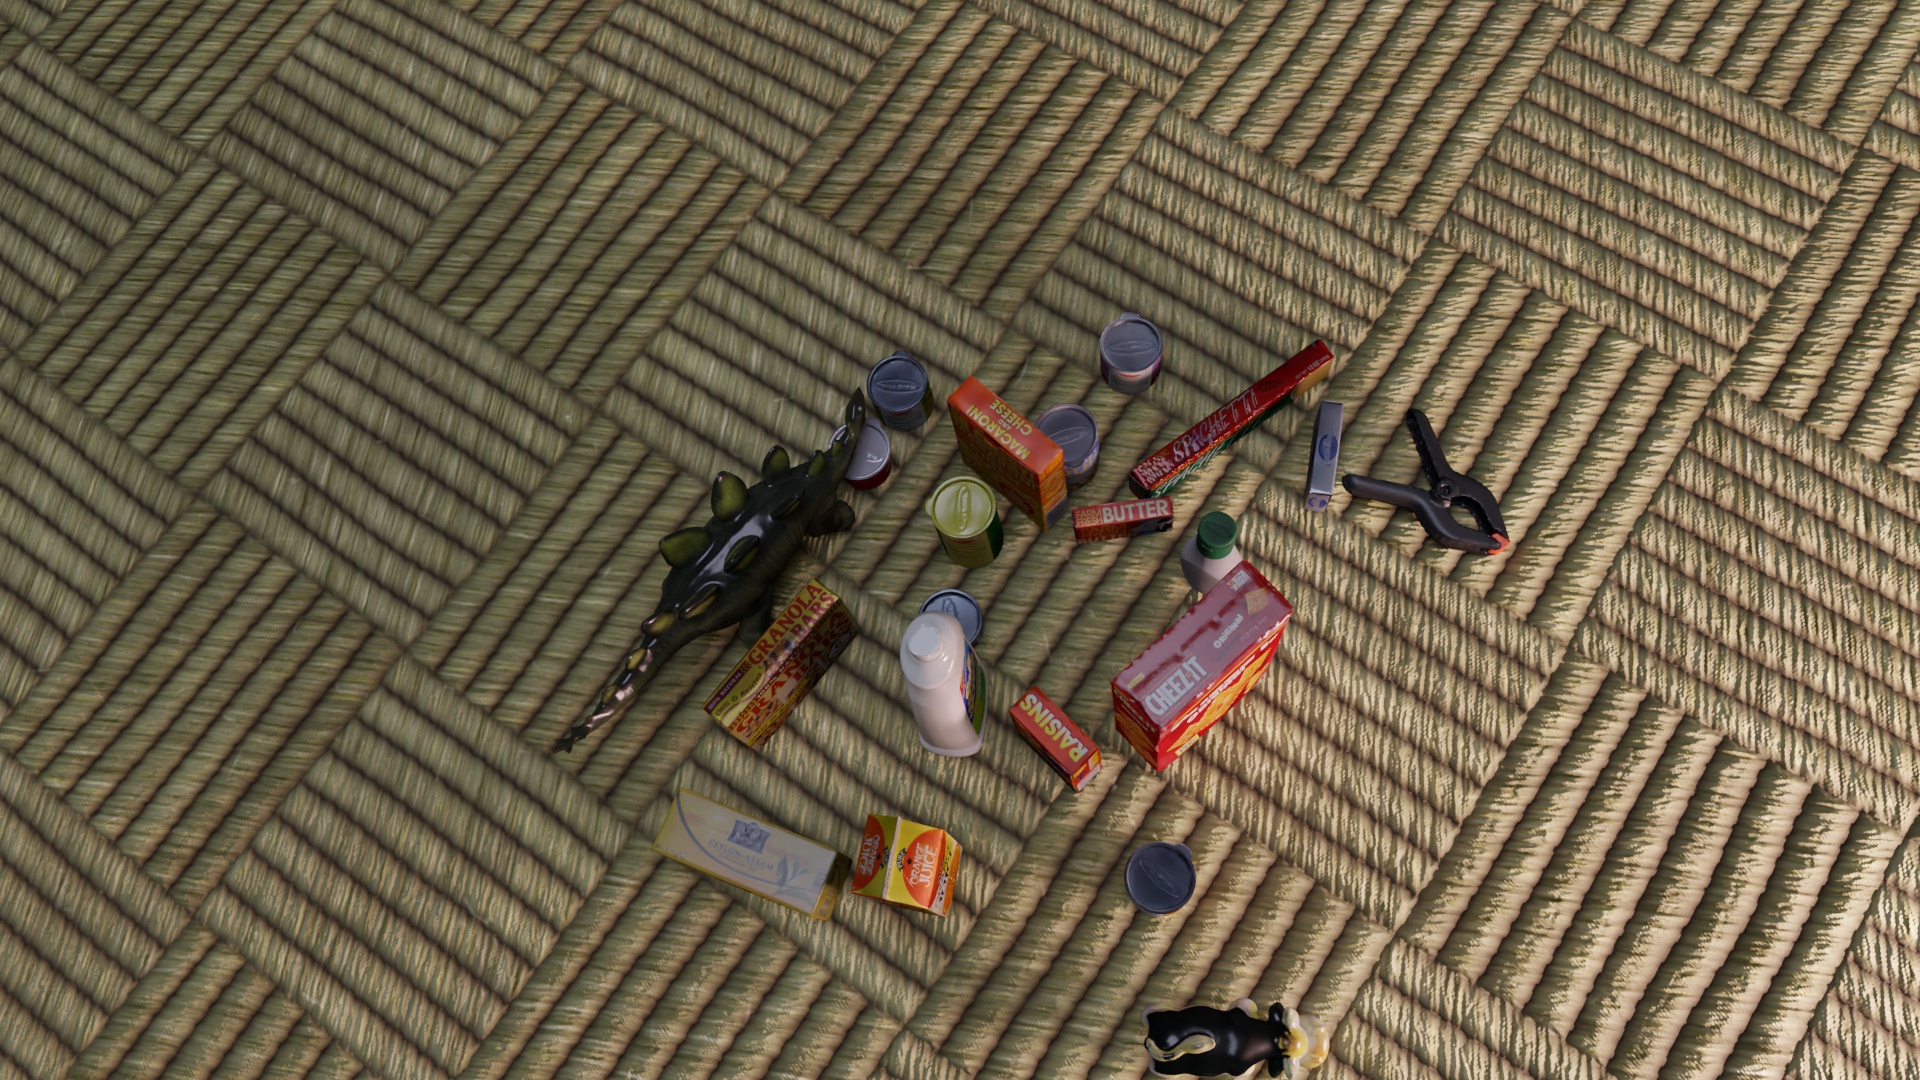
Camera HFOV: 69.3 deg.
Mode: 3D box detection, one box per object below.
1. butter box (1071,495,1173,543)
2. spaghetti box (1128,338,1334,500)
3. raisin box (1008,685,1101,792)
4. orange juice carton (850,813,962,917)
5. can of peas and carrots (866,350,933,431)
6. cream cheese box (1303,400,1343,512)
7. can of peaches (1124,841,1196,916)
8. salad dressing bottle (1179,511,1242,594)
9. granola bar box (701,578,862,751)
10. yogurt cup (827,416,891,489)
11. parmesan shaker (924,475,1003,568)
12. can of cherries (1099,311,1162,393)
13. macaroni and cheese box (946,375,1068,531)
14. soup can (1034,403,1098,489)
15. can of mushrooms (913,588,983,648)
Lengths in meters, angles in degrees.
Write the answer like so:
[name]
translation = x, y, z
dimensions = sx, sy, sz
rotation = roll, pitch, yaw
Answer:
[butter box]
translation = 0.167, -0.021, 1.431
dimensions = 0.103, 0.053, 0.024
rotation = -8, 71, 4
[spaghetti box]
translation = 0.283, -0.123, 1.454
dimensions = 0.250, 0.050, 0.029
rotation = -35, 71, -6
[raisin box]
translation = 0.091, 0.191, 1.330
dimensions = 0.040, 0.123, 0.086
rotation = -43, 72, -8
[orange juice carton]
translation = -0.049, 0.298, 1.272
dimensions = 0.073, 0.192, 0.072
rotation = 10, 73, 10
[can of peas and carrots]
translation = -0.064, -0.161, 1.502
dimensions = 0.071, 0.058, 0.071
rotation = -2, 71, 6
[cream cheese box]
translation = 0.374, -0.086, 1.430
dimensions = 0.024, 0.053, 0.104
rotation = 9, 73, 9
[can of peaches]
translation = 0.189, 0.318, 1.310
dimensions = 0.071, 0.058, 0.071
rotation = -2, 71, 6
[salad dressing bottle]
translation = 0.248, 0.013, 1.360
dimensions = 0.064, 0.147, 0.044
rotation = 33, 78, 15
[granola bar box]
translation = -0.175, 0.125, 1.382
dimensions = 0.039, 0.124, 0.166
rotation = 37, 79, 16
[yogurt cup]
translation = -0.104, -0.088, 1.484
dimensions = 0.072, 0.053, 0.072
rotation = -2, 71, 6
[parmesan shaker]
translation = 0.005, -0.018, 1.422
dimensions = 0.071, 0.103, 0.071
rotation = -2, 71, 6
[can of cherries]
translation = 0.183, -0.200, 1.488
dimensions = 0.071, 0.058, 0.071
rotation = -2, 71, 6
[macaroni and cheese box]
translation = 0.050, -0.084, 1.406
dimensions = 0.124, 0.166, 0.040
rotation = 41, 81, 17
[soup can]
translation = 0.112, -0.094, 1.446
dimensions = 0.071, 0.083, 0.071
rotation = -2, 71, 6
[can of mushrooms]
translation = -0.012, 0.085, 1.425
dimensions = 0.071, 0.033, 0.071
rotation = -2, 71, 6
